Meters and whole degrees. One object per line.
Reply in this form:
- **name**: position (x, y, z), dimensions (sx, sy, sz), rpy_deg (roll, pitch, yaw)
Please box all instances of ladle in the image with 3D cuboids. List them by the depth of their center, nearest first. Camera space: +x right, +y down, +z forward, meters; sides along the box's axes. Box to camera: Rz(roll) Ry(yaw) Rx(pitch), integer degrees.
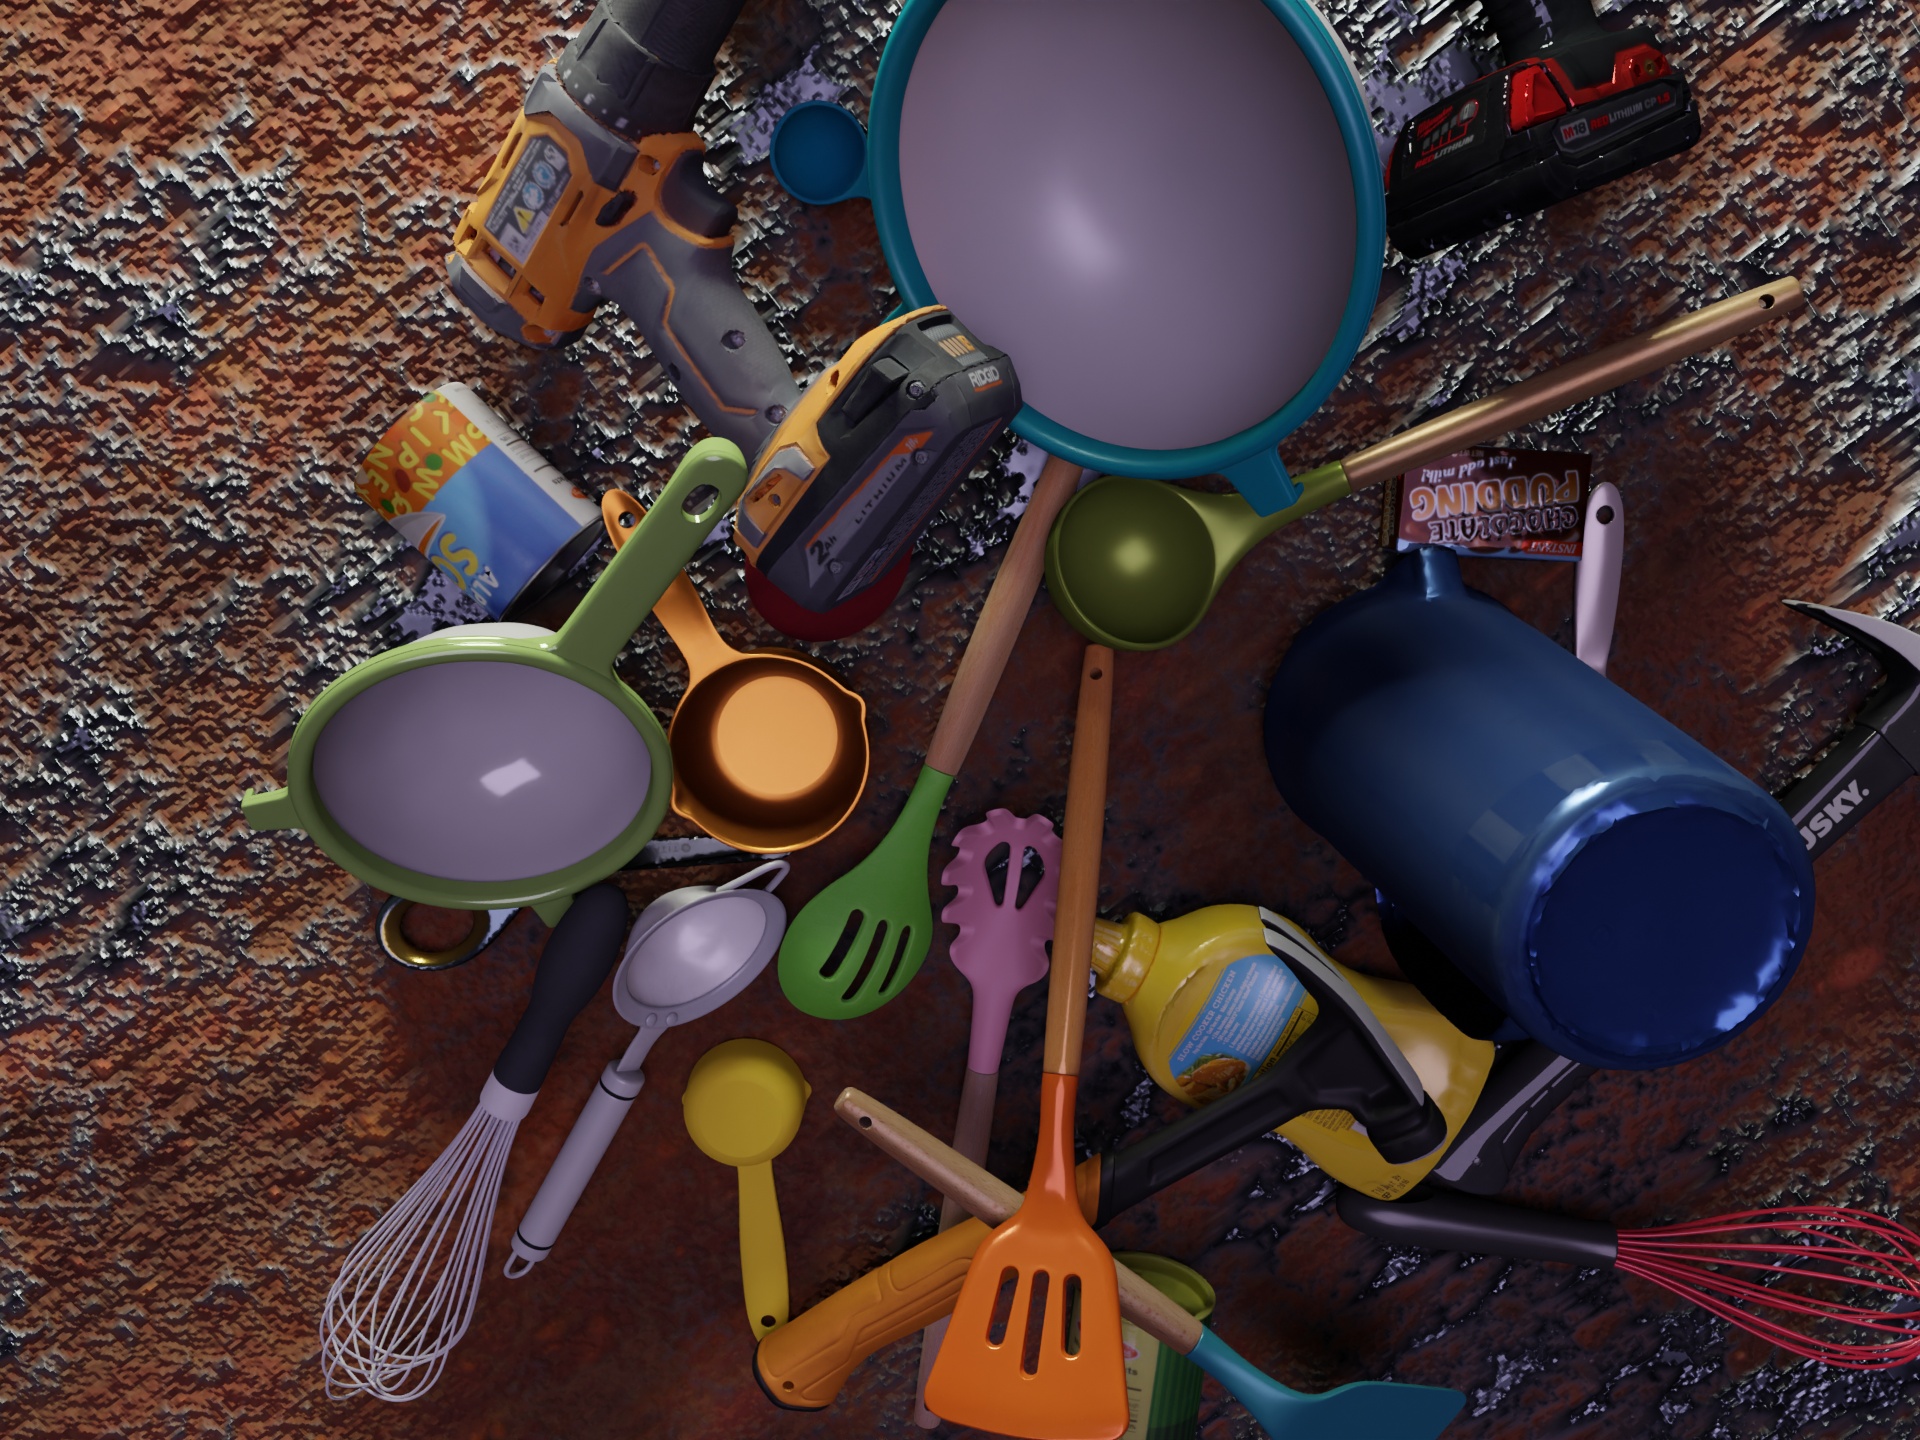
- **ladle**: position (0.185, -0.112, 0.658), dimensions (0.320, 0.062, 0.078), rpy_deg (-22, 91, 14)
- **ladle**: position (0.026, -0.151, 0.693), dimensions (0.315, 0.031, 0.069), rpy_deg (-43, 97, 4)

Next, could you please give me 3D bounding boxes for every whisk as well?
- **whisk**: position (-0.216, 0.193, 0.713), dimensions (0.070, 0.070, 0.284), rpy_deg (27, 103, -5)
- **whisk**: position (0.325, 0.251, 0.749), dimensions (0.296, 0.073, 0.073), rpy_deg (9, 99, 3)

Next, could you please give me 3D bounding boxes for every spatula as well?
- **spatula**: position (0.044, 0.122, 0.661), dimensions (0.081, 0.041, 0.323), rpy_deg (4, 78, 12)
- **spatula**: position (0.078, 0.249, 0.690), dimensions (0.317, 0.044, 0.082), rpy_deg (36, 103, -4)

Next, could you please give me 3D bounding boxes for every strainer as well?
- **strainer**: position (0.081, -0.254, 0.565), dimensions (0.211, 0.095, 0.340), rpy_deg (27, 135, 21)
- **strainer**: position (-0.166, -0.028, 0.644), dimensions (0.151, 0.069, 0.256), rpy_deg (25, 120, -32)
- **strainer**: position (-0.154, 0.157, 0.732), dimensions (0.050, 0.086, 0.258), rpy_deg (40, 107, 36)

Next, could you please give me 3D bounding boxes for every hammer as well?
- **hammer**: position (0.039, 0.215, 0.710), dimensions (0.337, 0.034, 0.127), rpy_deg (-34, 104, 15)
- **hammer**: position (0.335, 0.093, 0.734), dimensions (0.146, 0.035, 0.335), rpy_deg (43, 96, -8)

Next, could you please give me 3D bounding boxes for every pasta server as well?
- **pasta server**: position (0.005, 0.191, 0.743), dimensions (0.060, 0.040, 0.316), rpy_deg (10, 100, 5)

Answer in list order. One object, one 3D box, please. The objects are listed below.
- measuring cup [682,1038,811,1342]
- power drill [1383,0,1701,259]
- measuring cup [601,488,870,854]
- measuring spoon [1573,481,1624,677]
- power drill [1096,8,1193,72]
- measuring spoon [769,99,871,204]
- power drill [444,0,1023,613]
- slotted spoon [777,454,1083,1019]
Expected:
- **measuring cup**: position (-0.097, 0.229, 0.750), dimensions (0.062, 0.029, 0.156), rpy_deg (-5, 98, 0)
- **power drill**: position (0.179, -0.302, 0.612), dimensions (0.188, 0.080, 0.226), rpy_deg (-27, 100, -29)
- **measuring cup**: position (-0.104, -0.025, 0.698), dimensions (0.095, 0.052, 0.173), rpy_deg (-30, 97, 4)
- **measuring spoon**: position (0.289, -0.045, 0.718), dimensions (0.034, 0.018, 0.124), rpy_deg (1, 99, -1)
- **power drill**: position (0.009, -0.361, 0.634), dimensions (0.223, 0.080, 0.171), rpy_deg (8, 100, -6)
- **measuring spoon**: position (-0.022, -0.224, 0.687), dimensions (0.128, 0.021, 0.042), rpy_deg (23, 98, -14)
- **power drill**: position (-0.082, -0.177, 0.620), dimensions (0.226, 0.084, 0.185), rpy_deg (44, 121, 4)
- **slotted spoon**: position (-0.001, -0.002, 0.714), dimensions (0.070, 0.031, 0.314), rpy_deg (20, 96, -27)
